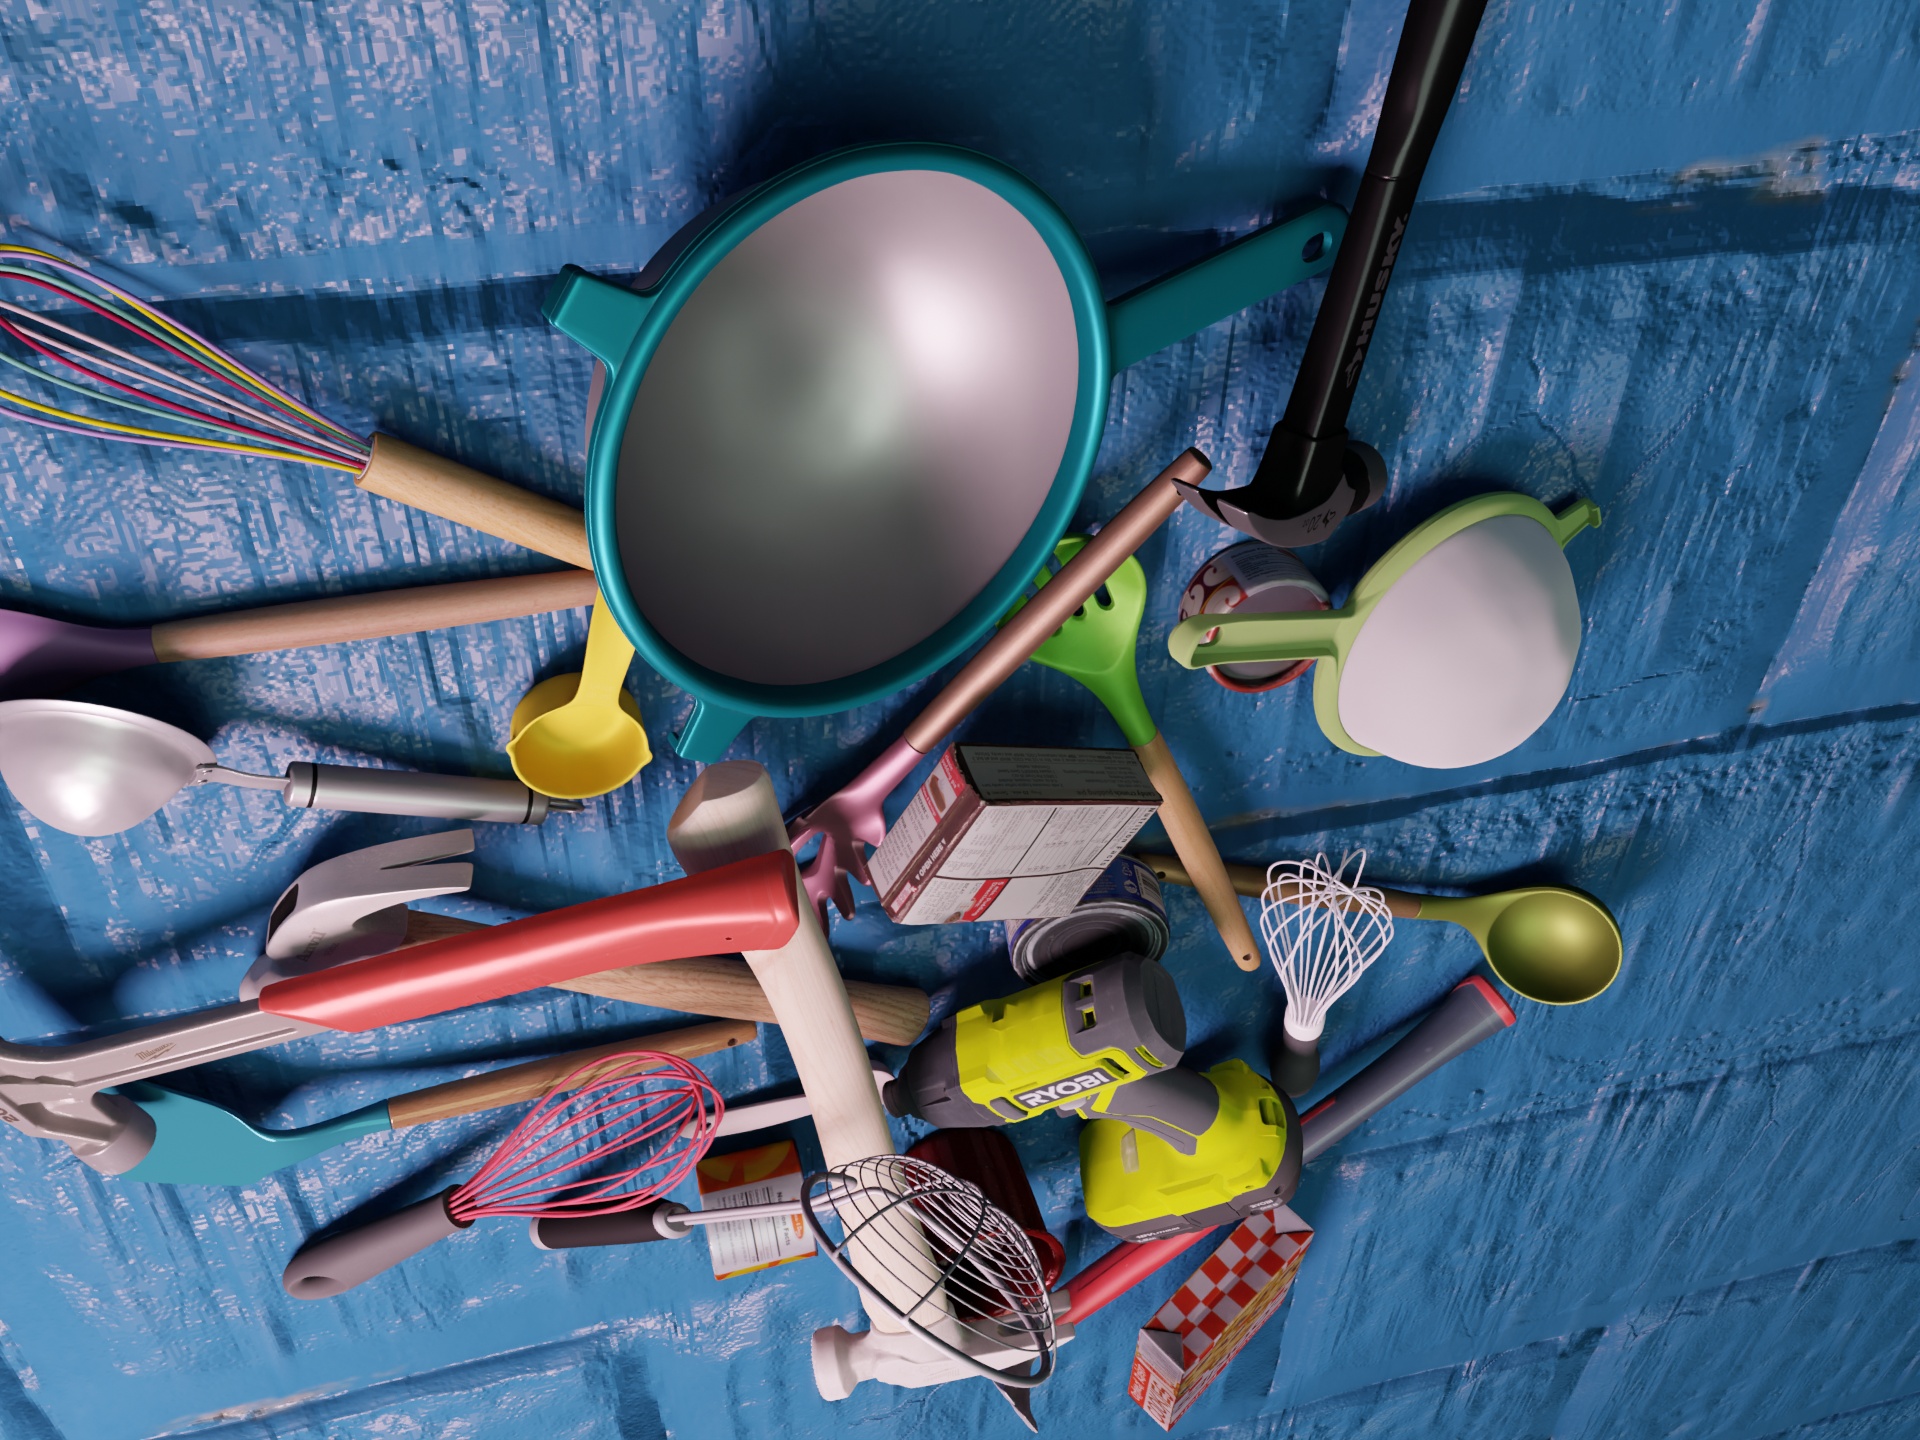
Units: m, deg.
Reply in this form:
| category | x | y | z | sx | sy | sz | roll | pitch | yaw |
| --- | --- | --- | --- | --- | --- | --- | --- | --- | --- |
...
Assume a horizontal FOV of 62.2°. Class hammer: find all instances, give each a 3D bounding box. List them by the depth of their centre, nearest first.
| category | x | y | z | sx | sy | sz | roll | pitch | yaw |
| --- | --- | --- | --- | --- | --- | --- | --- | --- | --- |
| hammer | 0.164 | -0.219 | 0.591 | 0.146 | 0.035 | 0.334 | -24 | 136 | -48 |
| hammer | -0.244 | 0.108 | 0.668 | 0.359 | 0.037 | 0.149 | -15 | 137 | 4 |
| hammer | -0.157 | 0.121 | 0.768 | 0.331 | 0.031 | 0.130 | 15 | 133 | -32 |
| hammer | -0.047 | 0.191 | 0.787 | 0.146 | 0.038 | 0.410 | -13 | 122 | 2 |
| hammer | 0.178 | 0.288 | 0.977 | 0.386 | 0.143 | 0.038 | -38 | 93 | 6 |

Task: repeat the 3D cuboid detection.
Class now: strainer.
| category | x | y | z | sx | sy | sz | roll | pitch | yaw |
| --- | --- | --- | --- | --- | --- | --- | --- | --- | --- |
| strainer | -0.003 | -0.142 | 0.601 | 0.340 | 0.095 | 0.210 | -30 | 136 | -23 |
| strainer | -0.278 | 0.027 | 0.649 | 0.258 | 0.050 | 0.087 | 7 | 155 | -32 |
| strainer | 0.205 | -0.026 | 0.726 | 0.256 | 0.069 | 0.151 | -4 | 128 | -37 |

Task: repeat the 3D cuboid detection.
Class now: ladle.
| category | x | y | z | sx | sy | sz | roll | pitch | yaw |
| --- | --- | --- | --- | --- | --- | --- | --- | --- | --- |
| ladle | 0.239 | 0.110 | 0.895 | 0.320 | 0.062 | 0.078 | 11 | 124 | -23 |

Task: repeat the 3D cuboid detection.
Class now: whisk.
| category | x | y | z | sx | sy | sz | roll | pitch | yaw |
| --- | --- | --- | --- | --- | --- | --- | --- | --- | --- |
| whisk | -0.233 | -0.106 | 0.569 | 0.244 | 0.047 | 0.051 | 20 | 130 | -36 |
| whisk | -0.239 | 0.241 | 0.806 | 0.296 | 0.073 | 0.073 | -28 | 132 | 21 |
| whisk | 0.195 | 0.152 | 0.885 | 0.070 | 0.070 | 0.284 | -18 | 147 | -5 |

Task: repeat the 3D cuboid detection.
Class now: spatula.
| category | x | y | z | sx | sy | sz | roll | pitch | yaw |
| --- | --- | --- | --- | --- | --- | --- | --- | --- | --- |
| spatula | -0.285 | -0.035 | 0.617 | 0.316 | 0.018 | 0.059 | -8 | 136 | -12 |
| spatula | -0.260 | 0.181 | 0.796 | 0.317 | 0.044 | 0.082 | -10 | 128 | -18 |

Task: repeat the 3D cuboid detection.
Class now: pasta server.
| category | x | y | z | sx | sy | sz | roll | pitch | yaw |
| --- | --- | --- | --- | --- | --- | --- | --- | --- | --- |
| pasta server | -0.001 | -0.002 | 0.706 | 0.060 | 0.040 | 0.316 | 24 | 124 | -35 |

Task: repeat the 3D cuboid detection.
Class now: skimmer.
| category | x | y | z | sx | sy | sz | roll | pitch | yaw |
| --- | --- | --- | --- | --- | --- | --- | --- | --- | --- |
| skimmer | -0.107 | 0.263 | 0.754 | 0.363 | 0.090 | 0.127 | -19 | 139 | 40 |

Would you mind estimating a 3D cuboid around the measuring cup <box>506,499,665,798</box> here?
| category | x | y | z | sx | sy | sz | roll | pitch | yaw |
| --- | --- | --- | --- | --- | --- | --- | --- | --- | --- |
| measuring cup | -0.147 | -0.032 | 0.654 | 0.062 | 0.029 | 0.156 | 5 | 129 | -26 |

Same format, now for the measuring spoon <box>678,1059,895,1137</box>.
| category | x | y | z | sx | sy | sz | roll | pitch | yaw |
| --- | --- | --- | --- | --- | --- | --- | --- | --- | --- |
| measuring spoon | -0.097 | 0.210 | 0.884 | 0.124 | 0.018 | 0.034 | -13 | 132 | -1 |

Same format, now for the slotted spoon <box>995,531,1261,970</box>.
| category | x | y | z | sx | sy | sz | roll | pitch | yaw |
| --- | --- | --- | --- | --- | --- | --- | --- | --- | --- |
| slotted spoon | 0.095 | 0.025 | 0.780 | 0.070 | 0.031 | 0.313 | -25 | 127 | 8 |

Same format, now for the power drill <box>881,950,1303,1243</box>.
| category | x | y | z | sx | sy | sz | roll | pitch | yaw |
| --- | --- | --- | --- | --- | --- | --- | --- | --- | --- |
| power drill | 0.078 | 0.214 | 0.884 | 0.171 | 0.080 | 0.223 | -25 | 136 | 25 |
